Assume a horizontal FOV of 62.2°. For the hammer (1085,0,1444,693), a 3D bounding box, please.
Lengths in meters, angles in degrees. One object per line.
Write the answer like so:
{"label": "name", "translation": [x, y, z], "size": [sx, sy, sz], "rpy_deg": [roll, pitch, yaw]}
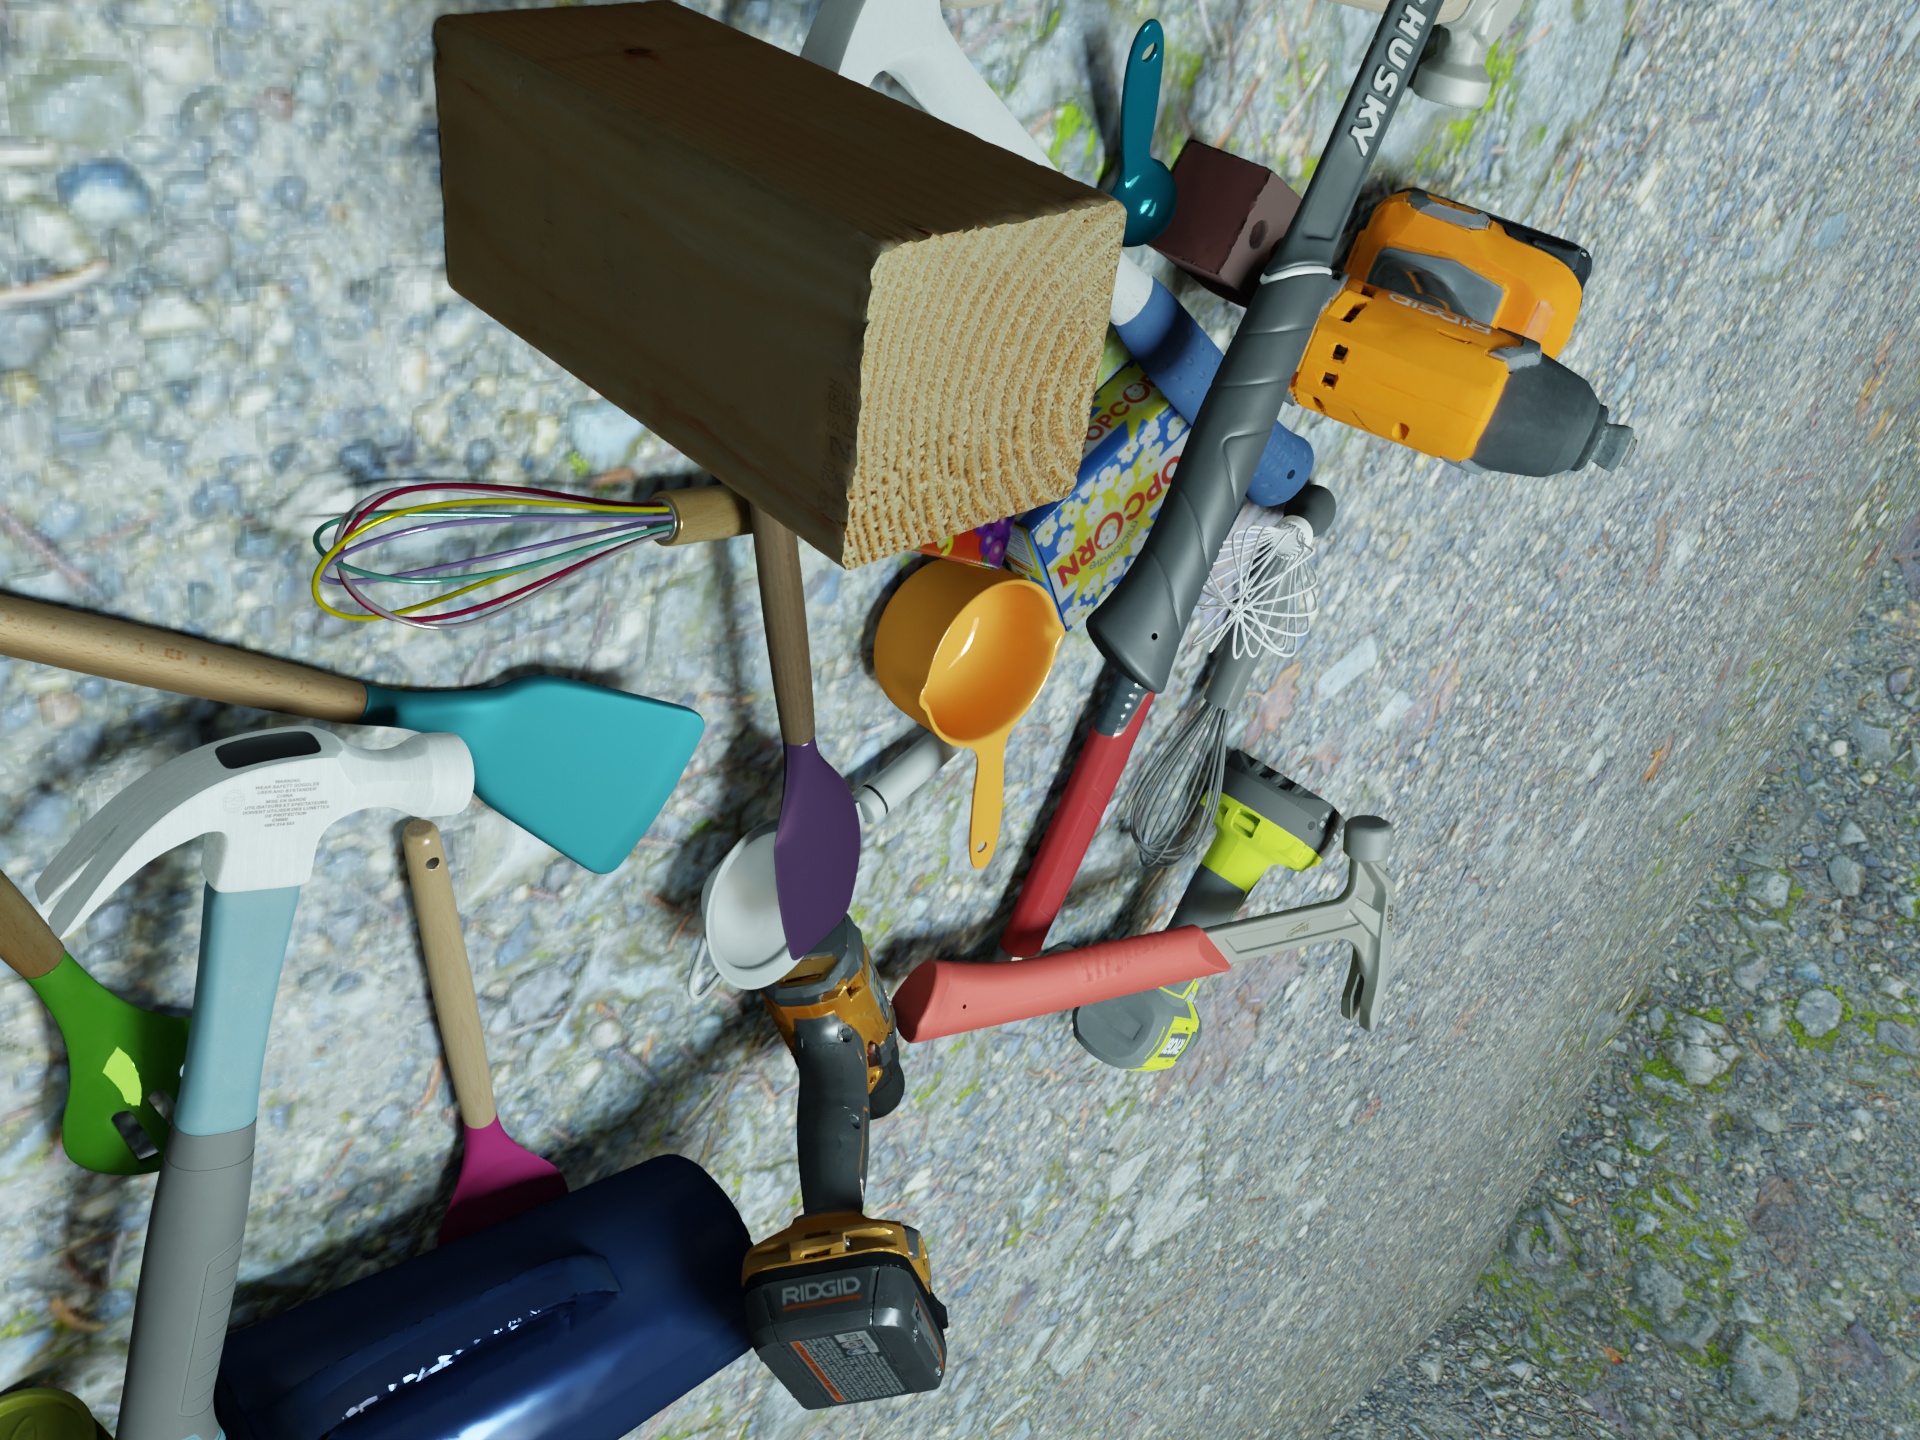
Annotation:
{"label": "hammer", "translation": [0.153, -0.204, 0.669], "size": [0.149, 0.036, 0.409], "rpy_deg": [21, 95, -24]}

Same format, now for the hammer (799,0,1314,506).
{"label": "hammer", "translation": [0.064, -0.179, 0.673], "size": [0.144, 0.035, 0.405], "rpy_deg": [-56, 146, 4]}

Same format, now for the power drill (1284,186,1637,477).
{"label": "power drill", "translation": [0.254, -0.188, 0.789], "size": [0.226, 0.164, 0.084], "rpy_deg": [-52, 163, -54]}

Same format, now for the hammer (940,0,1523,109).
{"label": "hammer", "translation": [0.134, -0.341, 0.677], "size": [0.410, 0.038, 0.146], "rpy_deg": [-18, 132, -41]}

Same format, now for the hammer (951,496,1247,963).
{"label": "hammer", "translation": [0.099, 0.012, 0.960], "size": [0.143, 0.038, 0.386], "rpy_deg": [-6, 125, -50]}

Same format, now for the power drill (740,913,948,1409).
{"label": "power drill", "translation": [-0.058, 0.229, 0.825], "size": [0.084, 0.226, 0.185], "rpy_deg": [-11, 141, 4]}

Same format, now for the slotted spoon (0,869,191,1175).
{"label": "slotted spoon", "translation": [-0.314, 0.065, 0.516], "size": [0.070, 0.031, 0.313], "rpy_deg": [-40, 144, -26]}

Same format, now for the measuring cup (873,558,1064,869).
{"label": "measuring cup", "translation": [-0.001, -0.003, 0.799], "size": [0.095, 0.052, 0.173], "rpy_deg": [-27, 134, -34]}

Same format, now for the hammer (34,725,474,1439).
{"label": "hammer", "translation": [-0.269, 0.154, 0.574], "size": [0.128, 0.033, 0.331], "rpy_deg": [-1, 117, -42]}

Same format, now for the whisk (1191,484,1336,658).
{"label": "whisk", "translation": [0.175, -0.092, 0.869], "size": [0.284, 0.070, 0.070], "rpy_deg": [-43, 155, -63]}

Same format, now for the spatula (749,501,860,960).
{"label": "spatula", "translation": [-0.070, -0.014, 0.683], "size": [0.060, 0.018, 0.315], "rpy_deg": [-42, 144, -36]}

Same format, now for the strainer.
{"label": "strainer", "translation": [-0.053, 0.048, 0.806], "size": [0.258, 0.050, 0.086], "rpy_deg": [-40, 133, -29]}

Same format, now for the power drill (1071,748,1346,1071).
{"label": "power drill", "translation": [0.176, 0.145, 1.118], "size": [0.228, 0.080, 0.190], "rpy_deg": [-58, 156, 1]}

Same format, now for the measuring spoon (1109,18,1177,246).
{"label": "measuring spoon", "translation": [0.082, -0.246, 0.681], "size": [0.042, 0.021, 0.128], "rpy_deg": [-39, 162, -11]}

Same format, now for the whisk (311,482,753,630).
{"label": "whisk", "translation": [-0.131, -0.072, 0.600], "size": [0.245, 0.051, 0.047], "rpy_deg": [-18, 123, -49]}

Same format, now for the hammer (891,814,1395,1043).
{"label": "hammer", "translation": [0.125, 0.156, 0.988], "size": [0.359, 0.037, 0.149], "rpy_deg": [-8, 109, -27]}

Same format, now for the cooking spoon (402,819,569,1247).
{"label": "cooking spoon", "translation": [-0.222, 0.164, 0.726], "size": [0.068, 0.017, 0.318], "rpy_deg": [-22, 137, -29]}

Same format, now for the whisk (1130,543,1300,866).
{"label": "whisk", "translation": [0.165, -0.012, 1.012], "size": [0.055, 0.055, 0.239], "rpy_deg": [2, 115, -51]}

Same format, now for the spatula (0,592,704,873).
{"label": "spatula", "translation": [-0.224, -0.007, 0.543], "size": [0.317, 0.044, 0.082], "rpy_deg": [18, 109, -54]}
